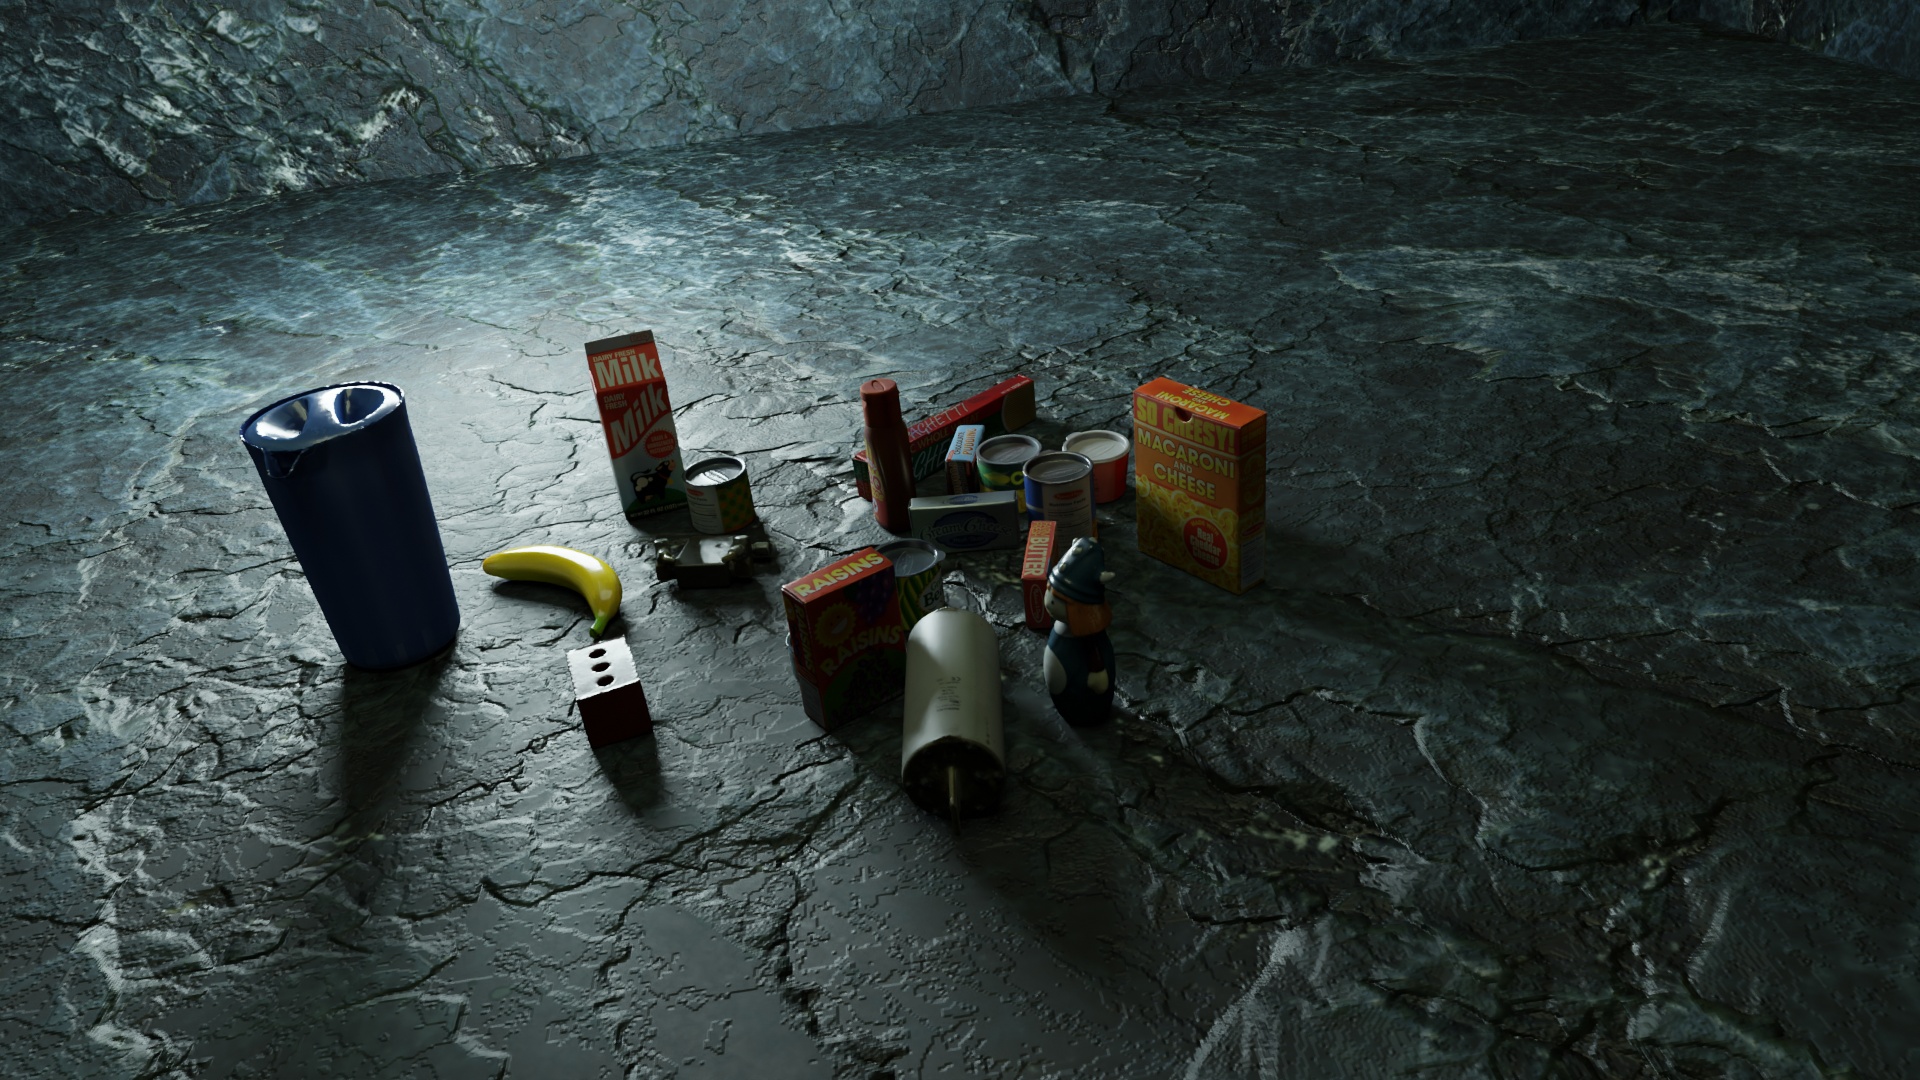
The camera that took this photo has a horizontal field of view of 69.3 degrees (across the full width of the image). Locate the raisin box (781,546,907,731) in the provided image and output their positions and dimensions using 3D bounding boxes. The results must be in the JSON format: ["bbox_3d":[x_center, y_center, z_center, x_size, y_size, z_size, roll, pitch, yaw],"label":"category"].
[{"bbox_3d":[-0.090,0.079,1.113,0.086,0.122,0.040,-24,34,-28],"label":"raisin box"}]

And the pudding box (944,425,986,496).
[{"bbox_3d":[0.006,-0.081,1.446,0.030,0.049,0.084,0,30,12],"label":"pudding box"}]

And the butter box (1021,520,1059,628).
[{"bbox_3d":[0.072,0.029,1.238,0.024,0.053,0.104,-1,30,10],"label":"butter box"}]

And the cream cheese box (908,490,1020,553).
[{"bbox_3d":[0.005,-0.017,1.330,0.104,0.053,0.024,-4,30,4],"label":"cream cheese box"}]

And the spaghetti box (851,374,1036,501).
[{"bbox_3d":[-0.013,-0.113,1.504,0.251,0.050,0.029,-30,37,-35],"label":"spaghetti box"}]

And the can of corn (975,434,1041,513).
[{"bbox_3d":[0.053,-0.066,1.402,0.071,0.058,0.071,-5,30,3],"label":"can of corn"}]

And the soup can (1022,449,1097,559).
[{"bbox_3d":[0.094,-0.035,1.314,0.071,0.083,0.072,-5,30,3],"label":"soup can"}]

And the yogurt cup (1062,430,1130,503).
[{"bbox_3d":[0.138,-0.073,1.402,0.072,0.053,0.073,-5,30,3],"label":"yogurt cup"}]

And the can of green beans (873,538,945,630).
[{"bbox_3d":[-0.048,0.039,1.239,0.071,0.057,0.071,-5,30,3],"label":"can of green beans"}]

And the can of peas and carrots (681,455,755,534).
[{"bbox_3d":[-0.246,-0.048,1.428,0.071,0.058,0.071,-5,30,3],"label":"can of peas and carrots"}]

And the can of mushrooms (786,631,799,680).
[{"bbox_3d":[-0.111,0.093,1.182,0.071,0.033,0.071,-5,30,3],"label":"can of mushrooms"}]

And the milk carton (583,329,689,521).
[{"bbox_3d":[-0.337,-0.125,1.447,0.072,0.189,0.074,-15,31,-14],"label":"milk carton"}]

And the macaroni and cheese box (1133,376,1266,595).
[{"bbox_3d":[0.212,-0.048,1.232,0.040,0.165,0.124,-27,36,-32],"label":"macaroni and cheese box"}]

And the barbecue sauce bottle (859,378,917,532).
[{"bbox_3d":[-0.071,-0.085,1.369,0.044,0.147,0.065,-15,31,-14],"label":"barbecue sauce bottle"}]
